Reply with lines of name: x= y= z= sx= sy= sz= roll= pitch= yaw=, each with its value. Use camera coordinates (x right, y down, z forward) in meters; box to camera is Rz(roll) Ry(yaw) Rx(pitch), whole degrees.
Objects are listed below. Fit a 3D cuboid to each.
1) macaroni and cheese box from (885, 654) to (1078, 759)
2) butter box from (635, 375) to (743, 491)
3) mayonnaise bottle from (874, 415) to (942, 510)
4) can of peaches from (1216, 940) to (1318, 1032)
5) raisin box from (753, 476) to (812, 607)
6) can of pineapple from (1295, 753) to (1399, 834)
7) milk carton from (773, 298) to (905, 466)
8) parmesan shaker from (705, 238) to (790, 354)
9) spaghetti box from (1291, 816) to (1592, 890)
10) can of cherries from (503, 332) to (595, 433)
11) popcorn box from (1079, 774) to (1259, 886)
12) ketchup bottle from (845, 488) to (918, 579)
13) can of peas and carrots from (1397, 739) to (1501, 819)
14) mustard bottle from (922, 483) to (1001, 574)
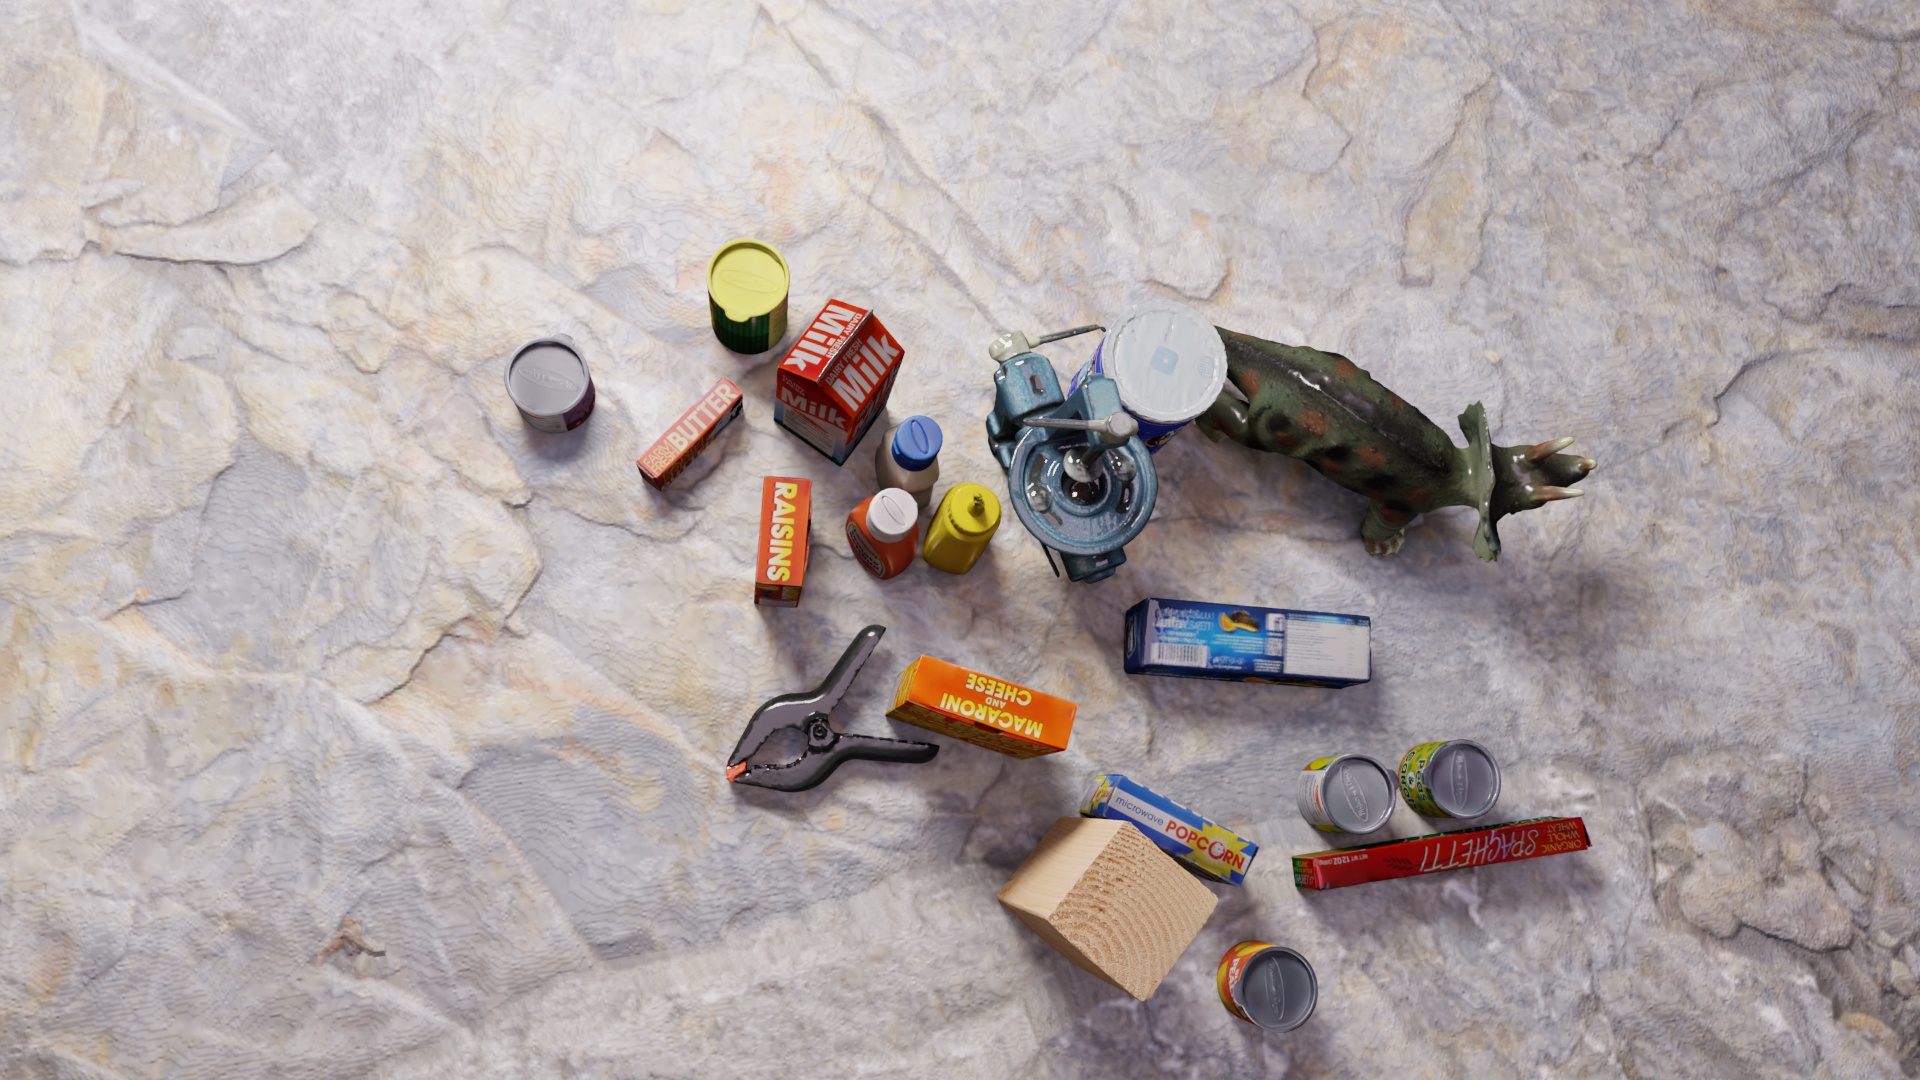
macaroni and cheese box: x=0.012 y=0.133 z=1.081 sx=0.124 sy=0.166 sz=0.040 roll=18 pitch=77 yaw=-5
butter box: x=-0.222 y=-0.087 z=1.148 sx=0.024 sy=0.053 sz=0.104 roll=43 pitch=76 yaw=1
mayonnaise bottle: x=-0.041 y=-0.064 z=1.122 sx=0.041 sy=0.147 sz=0.065 roll=-19 pitch=83 yaw=-11
can of peaches: x=0.246 y=0.361 z=1.127 sx=0.071 sy=0.058 sz=0.071 roll=2 pitch=79 yaw=-8
raisin box: x=-0.142 y=0.004 z=1.106 sx=0.040 sy=0.123 sz=0.086 roll=6 pitch=79 yaw=-7
can of pineapple: x=0.325 y=0.213 z=1.169 sx=0.071 sy=0.057 sz=0.071 roll=2 pitch=79 yaw=-8
milk carton: x=-0.098 y=-0.128 z=1.104 sx=0.073 sy=0.190 sz=0.072 roll=35 pitch=77 yaw=-1
parmesan shaker: x=-0.177 y=-0.197 z=1.151 sx=0.071 sy=0.103 sz=0.071 roll=2 pitch=79 yaw=-8
spaghetti box: x=0.406 y=0.264 z=1.175 sx=0.250 sy=0.050 sz=0.029 roll=-6 pitch=80 yaw=-10
can of cherries: x=-0.333 y=-0.128 z=1.136 sx=0.071 sy=0.058 sz=0.071 roll=2 pitch=79 yaw=-8
popcorn box: x=0.167 y=0.234 z=1.127 sx=0.127 sy=0.085 sz=0.038 roll=28 pitch=77 yaw=-2
ketchup bottle: x=-0.060 y=-0.009 z=1.108 sx=0.043 sy=0.148 sz=0.065 roll=-36 pitch=86 yaw=-13
can of peas and carrots: x=0.413 y=0.204 z=1.184 sx=0.071 sy=0.058 sz=0.071 roll=2 pitch=79 yaw=-8
mustard bottle: x=0.004 y=-0.014 z=1.112 sx=0.049 sy=0.160 sz=0.065 roll=20 pitch=77 yaw=-4
